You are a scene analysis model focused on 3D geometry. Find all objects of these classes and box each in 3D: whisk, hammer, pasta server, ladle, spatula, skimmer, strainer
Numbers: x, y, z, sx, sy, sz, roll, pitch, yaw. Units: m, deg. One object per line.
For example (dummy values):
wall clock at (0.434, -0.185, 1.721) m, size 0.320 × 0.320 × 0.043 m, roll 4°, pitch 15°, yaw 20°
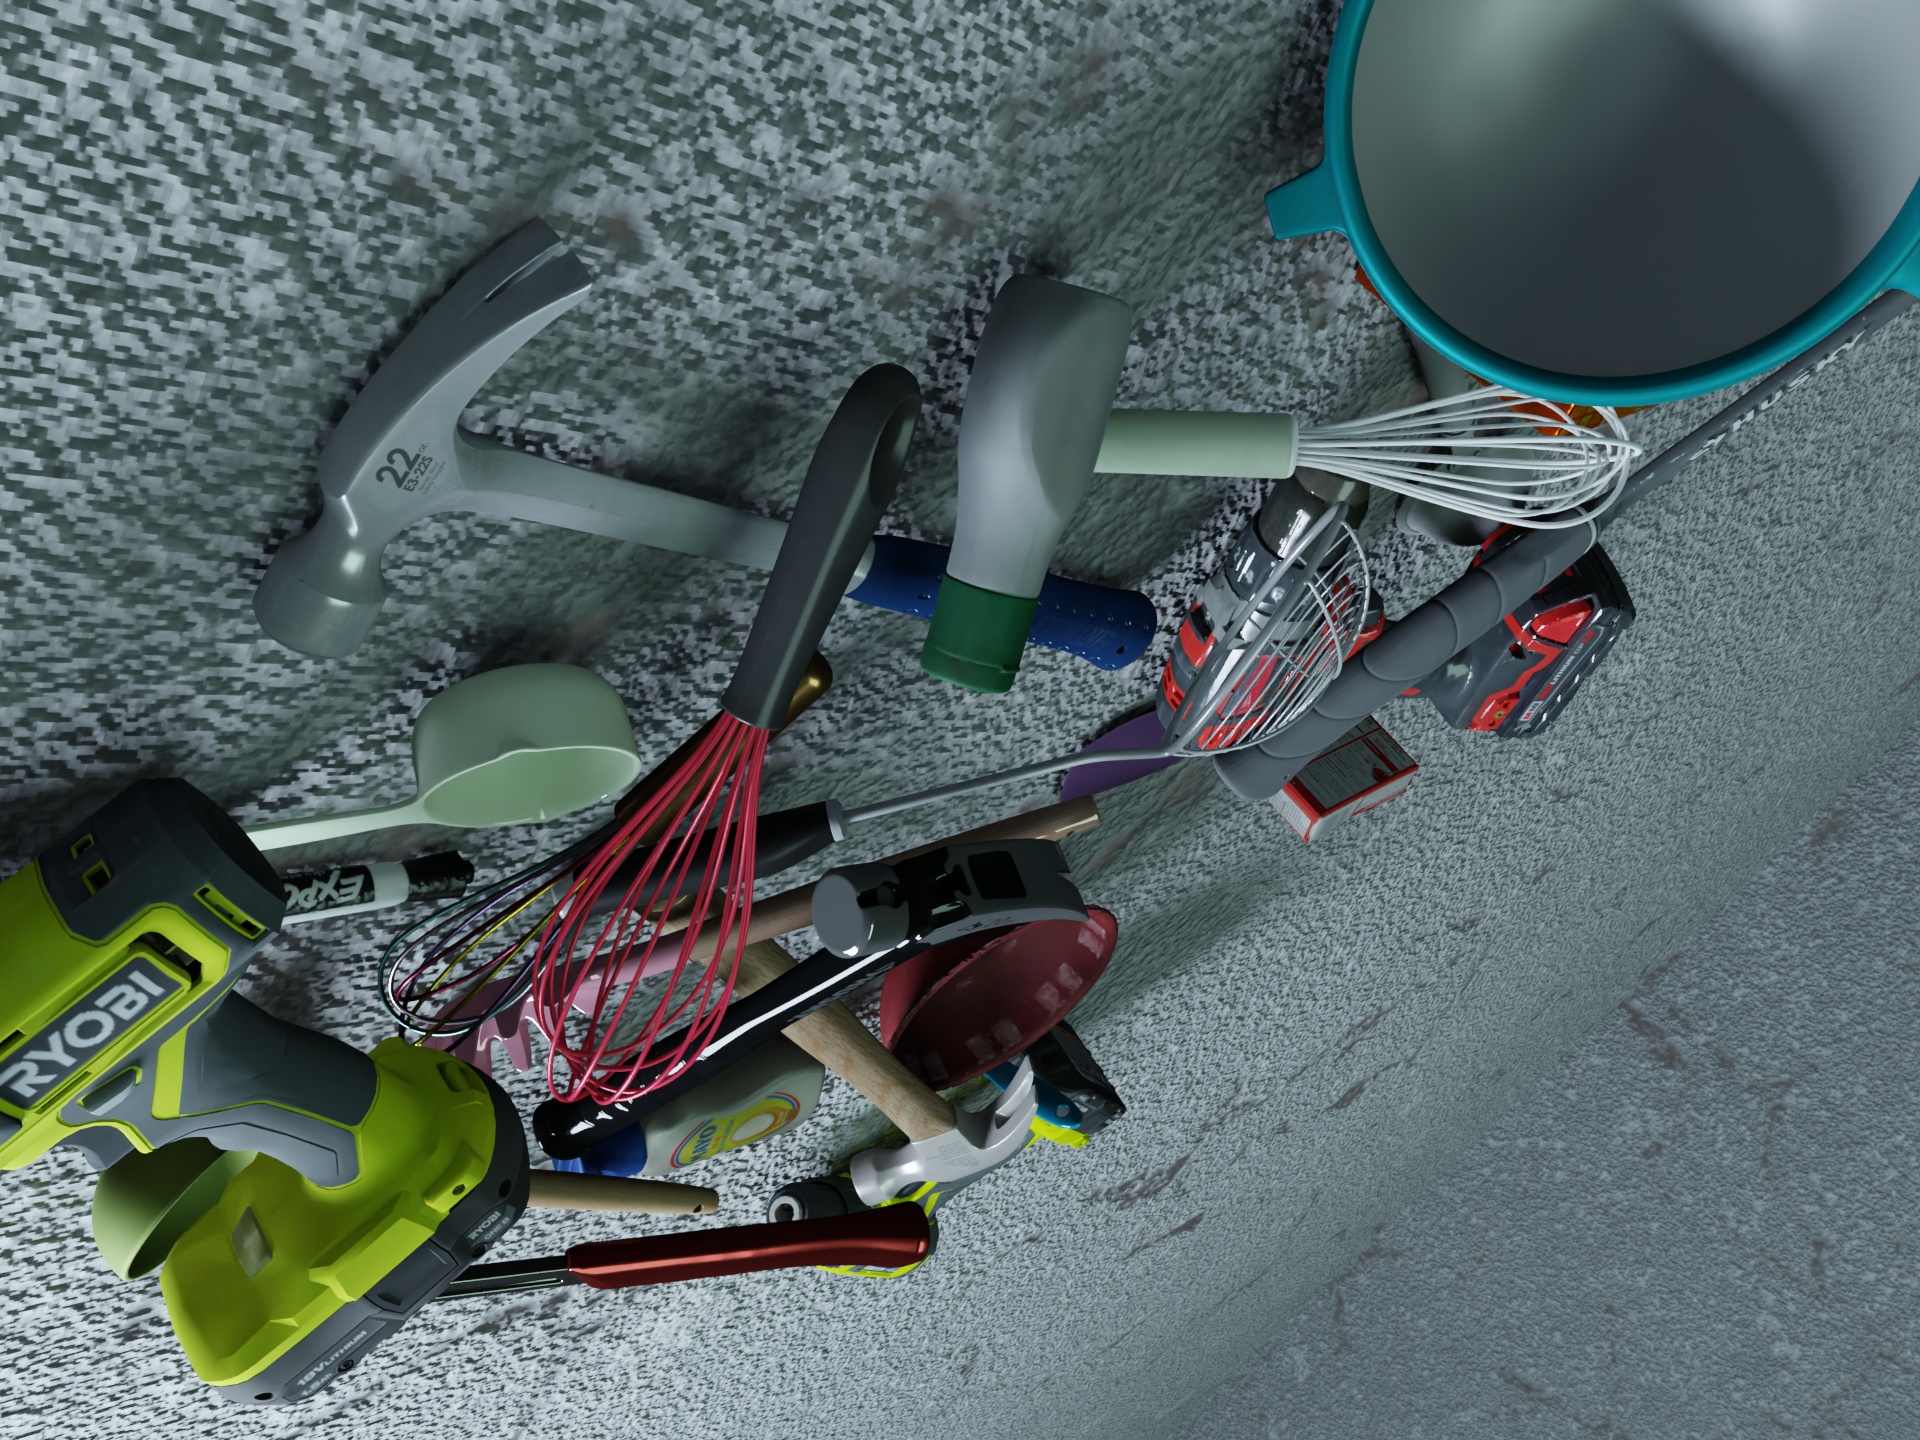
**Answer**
whisk at (-0.080, 0.014, 0.552) m, size 0.073 × 0.073 × 0.295 m, roll 5°, pitch 116°, yaw -50°
hammer at (-0.061, 0.162, 0.810) m, size 0.130 × 0.031 × 0.331 m, roll -23°, pitch 137°, yaw 13°
whisk at (-0.143, 0.051, 0.621) m, size 0.245 × 0.051 × 0.047 m, roll -40°, pitch 174°, yaw 15°
pasta server at (-0.089, 0.095, 0.681) m, size 0.316 × 0.040 × 0.060 m, roll -19°, pitch 164°, yaw 3°
hammer at (-0.088, 0.130, 0.693) m, size 0.146 × 0.035 × 0.334 m, roll -4°, pitch 156°, yaw -47°
ladle at (-0.225, 0.217, 0.716) m, size 0.319 × 0.062 × 0.078 m, roll 24°, pitch 109°, yaw -47°
hammer at (-0.043, -0.064, 0.600) m, size 0.405 × 0.035 × 0.144 m, roll 8°, pitch 127°, yaw -51°
spatula at (0.188, -0.011, 0.939) m, size 0.316 × 0.018 × 0.059 m, roll -17°, pitch 143°, yaw -31°
whisk at (0.135, -0.106, 0.613) m, size 0.246 × 0.058 × 0.059 m, roll 3°, pitch -179°, yaw 5°
hammer at (-0.166, 0.286, 0.854) m, size 0.358 × 0.037 × 0.149 m, roll 7°, pitch 138°, yaw -36°
skimmer at (-0.001, -0.002, 0.670) m, size 0.363 × 0.090 × 0.127 m, roll -15°, pitch 178°, yaw -1°
strainer at (0.296, -0.195, 0.575) m, size 0.211 × 0.340 × 0.095 m, roll -61°, pitch 179°, yaw 23°
strainer at (0.255, -0.146, 0.813) m, size 0.087 × 0.050 × 0.258 m, roll -29°, pitch 148°, yaw 12°
hammer at (0.280, -0.093, 0.681) m, size 0.409 × 0.036 × 0.149 m, roll -38°, pitch 158°, yaw 14°

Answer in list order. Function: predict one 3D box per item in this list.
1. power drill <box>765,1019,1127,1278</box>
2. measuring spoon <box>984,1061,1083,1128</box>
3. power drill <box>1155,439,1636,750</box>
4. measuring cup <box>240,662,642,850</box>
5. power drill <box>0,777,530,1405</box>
power drill at (-0.013, 0.293, 1.076) m, size 0.228 × 0.080 × 0.190 m, roll -38°, pitch 150°, yaw 4°
measuring spoon at (0.028, 0.213, 0.974) m, size 0.042 × 0.129 × 0.021 m, roll -39°, pitch 127°, yaw -23°
power drill at (0.225, -0.062, 0.810) m, size 0.226 × 0.080 × 0.187 m, roll -2°, pitch 140°, yaw -20°
measuring cup at (-0.197, 0.016, 0.549) m, size 0.167 × 0.038 × 0.083 m, roll -11°, pitch 162°, yaw -11°
power drill at (-0.258, 0.137, 0.522) m, size 0.171 × 0.080 × 0.223 m, roll -41°, pitch 141°, yaw -12°
